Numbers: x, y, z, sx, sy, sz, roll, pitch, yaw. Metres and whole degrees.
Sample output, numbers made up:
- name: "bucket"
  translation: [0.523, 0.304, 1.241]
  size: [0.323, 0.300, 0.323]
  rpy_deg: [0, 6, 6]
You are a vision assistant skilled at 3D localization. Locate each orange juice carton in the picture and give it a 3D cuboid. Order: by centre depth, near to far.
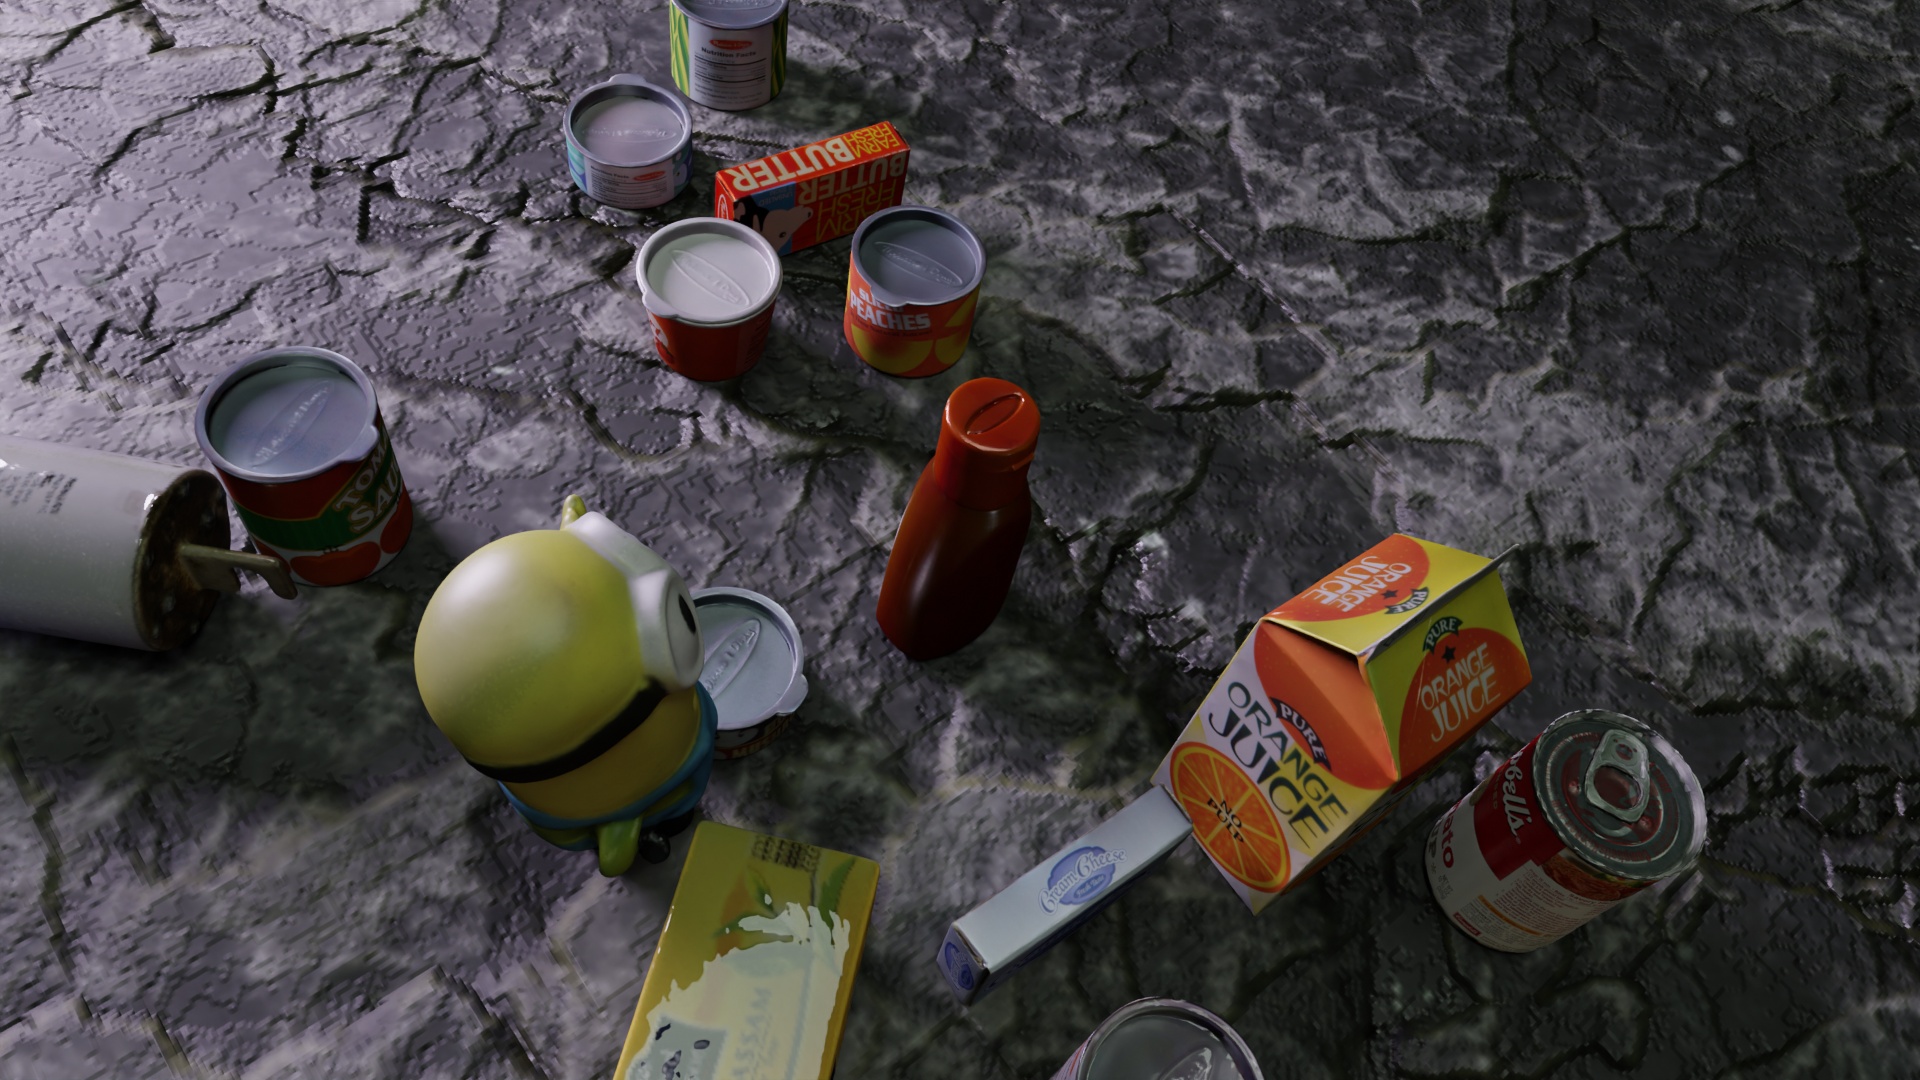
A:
- name: "orange juice carton"
  translation: [0.143, 0.066, 0.523]
  size: [0.072, 0.191, 0.073]
  rpy_deg: [-28, 66, -24]

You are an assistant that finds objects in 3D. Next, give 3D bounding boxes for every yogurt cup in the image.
- name: "yogurt cup"
  translation: [-0.122, -0.115, 0.675]
  size: [0.072, 0.053, 0.073]
  rpy_deg: [5, 57, -7]

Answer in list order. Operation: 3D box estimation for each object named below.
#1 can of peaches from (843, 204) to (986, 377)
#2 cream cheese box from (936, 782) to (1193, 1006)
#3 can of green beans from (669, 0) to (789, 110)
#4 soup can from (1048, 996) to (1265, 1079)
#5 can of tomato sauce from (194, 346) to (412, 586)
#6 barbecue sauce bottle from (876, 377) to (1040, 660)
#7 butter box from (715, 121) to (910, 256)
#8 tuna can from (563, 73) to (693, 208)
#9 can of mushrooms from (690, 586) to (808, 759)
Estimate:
- name: "can of peaches"
  translation: [-0.025, -0.122, 0.695]
  size: [0.071, 0.057, 0.071]
  rpy_deg: [5, 57, -7]
- name: "cream cheese box"
  translation: [0.040, 0.138, 0.542]
  size: [0.104, 0.053, 0.024]
  rpy_deg: [-28, 67, -25]
- name: "can of green beans"
  translation: [-0.130, -0.286, 0.781]
  size: [0.071, 0.057, 0.071]
  rpy_deg: [5, 57, -7]
- name: "soup can"
  translation: [0.065, 0.206, 0.485]
  size: [0.071, 0.083, 0.071]
  rpy_deg: [5, 57, -7]
- name: "can of tomato sauce"
  translation: [-0.267, -0.028, 0.577]
  size: [0.071, 0.082, 0.071]
  rpy_deg: [5, 57, -7]
- name: "barbecue sauce bottle"
  translation: [0.002, -0.007, 0.572]
  size: [0.065, 0.147, 0.044]
  rpy_deg: [-34, 69, -27]
- name: "butter box"
  translation: [-0.078, -0.180, 0.725]
  size: [0.104, 0.052, 0.024]
  rpy_deg: [-24, 65, -23]
- name: "tuna can"
  translation: [-0.176, -0.213, 0.741]
  size: [0.071, 0.032, 0.071]
  rpy_deg: [5, 57, -7]
- name: "can of mushrooms"
  translation: [-0.097, 0.057, 0.582]
  size: [0.071, 0.033, 0.071]
  rpy_deg: [5, 57, -7]
